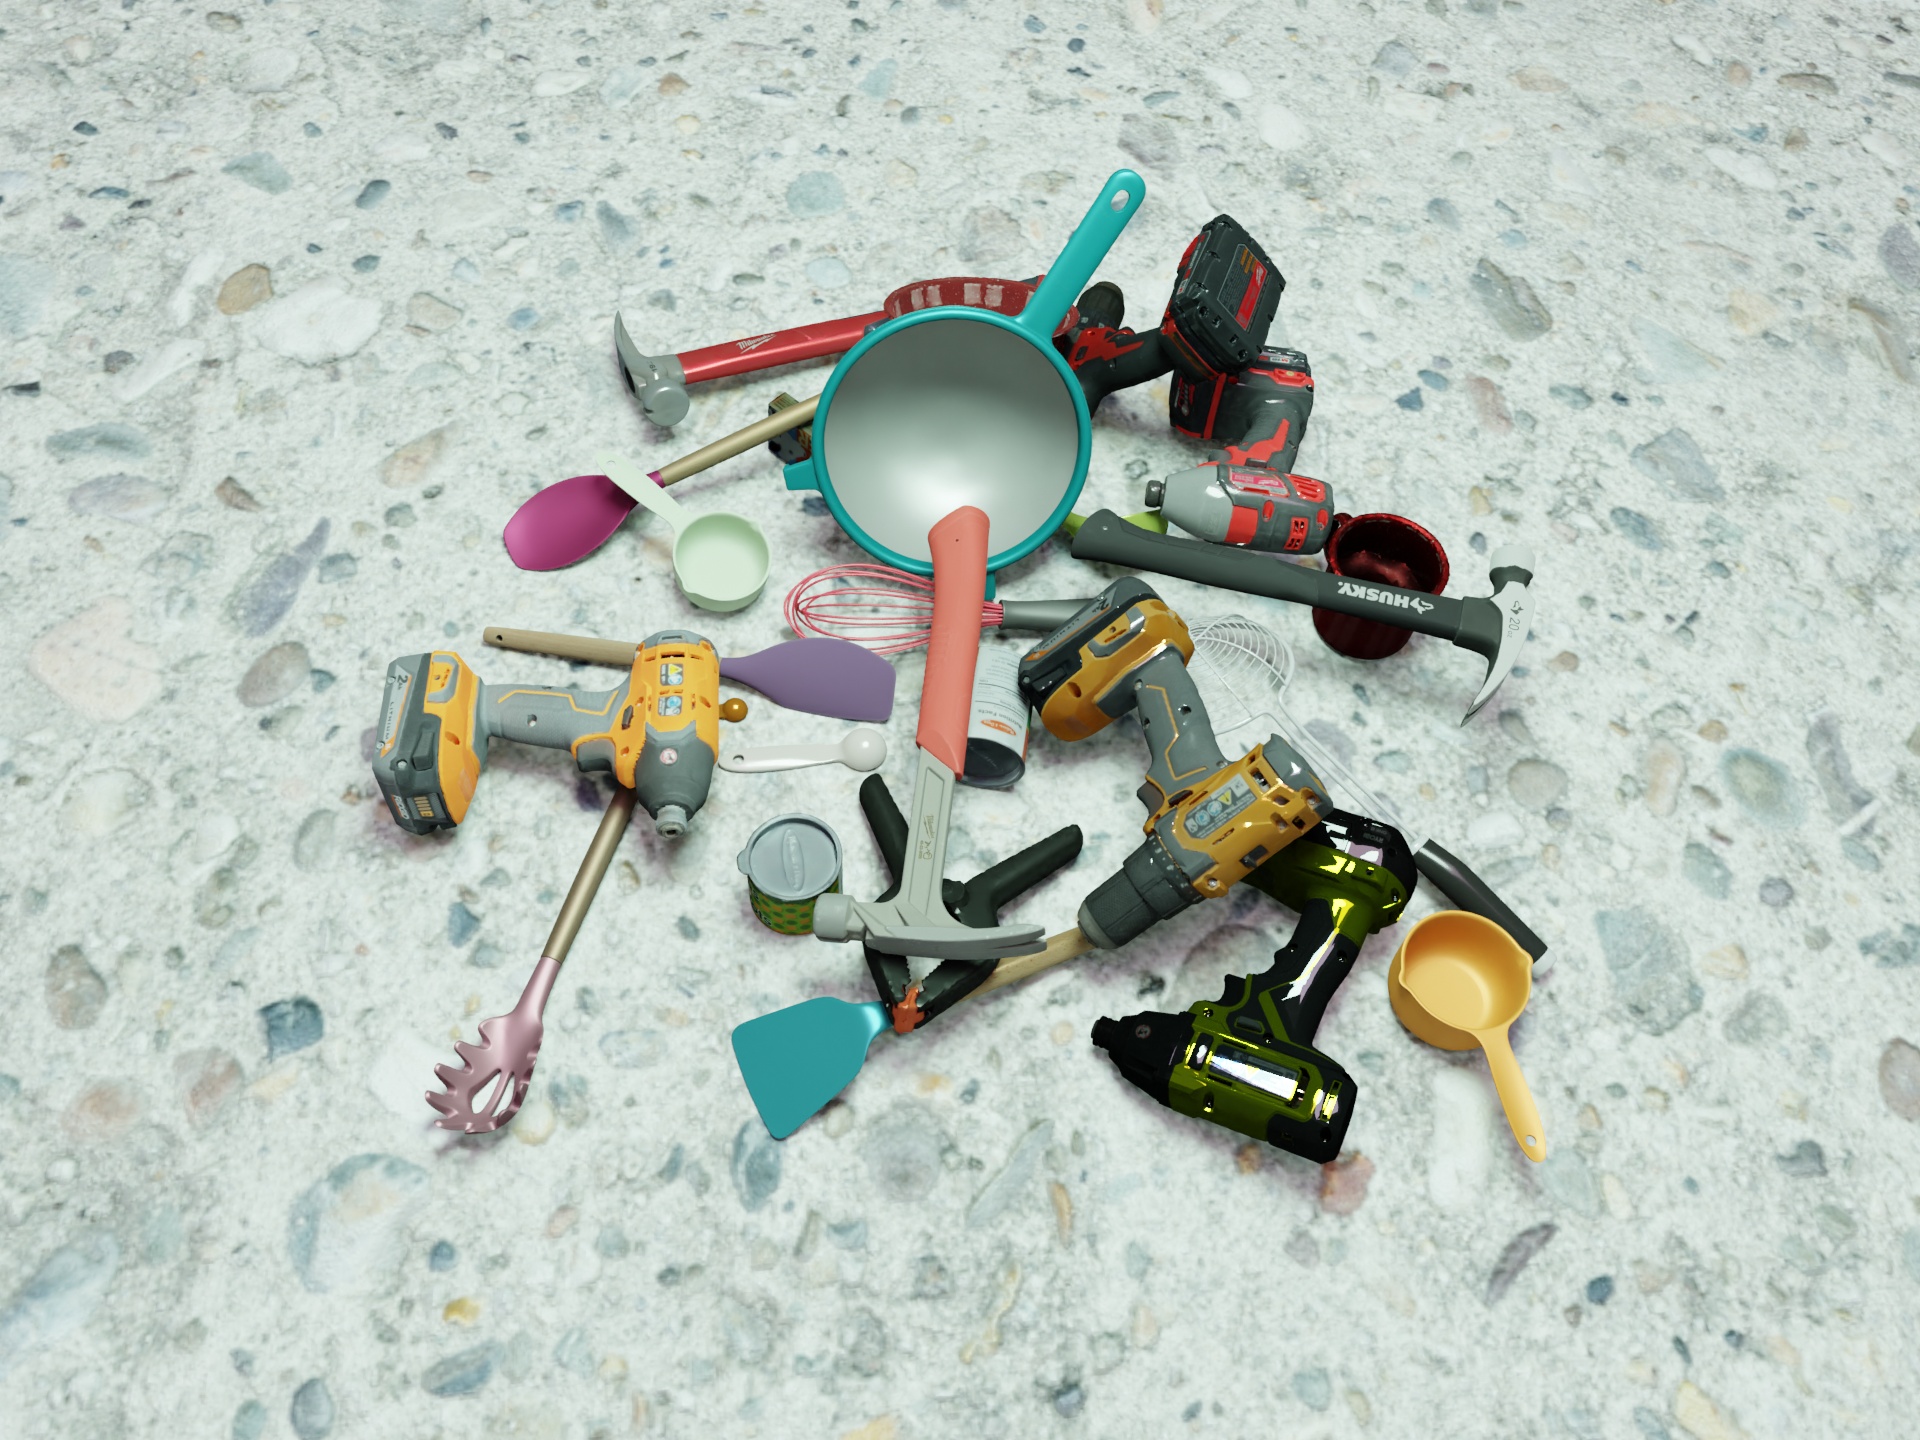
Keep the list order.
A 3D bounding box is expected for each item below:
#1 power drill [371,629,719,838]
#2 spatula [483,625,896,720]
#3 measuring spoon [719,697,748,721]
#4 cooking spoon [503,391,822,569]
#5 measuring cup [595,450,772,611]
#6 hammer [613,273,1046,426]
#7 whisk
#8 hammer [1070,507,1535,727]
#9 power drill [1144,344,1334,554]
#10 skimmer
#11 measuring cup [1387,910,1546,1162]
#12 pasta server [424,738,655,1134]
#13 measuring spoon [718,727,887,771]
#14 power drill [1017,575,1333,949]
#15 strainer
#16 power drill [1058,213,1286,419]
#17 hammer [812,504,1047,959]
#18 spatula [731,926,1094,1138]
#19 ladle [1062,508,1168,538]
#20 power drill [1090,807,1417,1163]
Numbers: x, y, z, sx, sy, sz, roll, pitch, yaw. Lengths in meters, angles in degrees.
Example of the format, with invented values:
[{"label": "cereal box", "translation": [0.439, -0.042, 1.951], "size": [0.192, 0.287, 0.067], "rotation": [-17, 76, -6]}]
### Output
[{"label": "power drill", "translation": [-0.281, 0.019, 1.105], "size": [0.226, 0.084, 0.164], "rotation": [-4, 50, -4]}, {"label": "spatula", "translation": [-0.204, -0.046, 1.195], "size": [0.316, 0.059, 0.018], "rotation": [7, 13, 4]}, {"label": "measuring spoon", "translation": [-0.216, -0.006, 1.181], "size": [0.117, 0.011, 0.021], "rotation": [-4, 58, -7]}, {"label": "cooking spoon", "translation": [-0.214, -0.203, 1.266], "size": [0.319, 0.017, 0.069], "rotation": [-26, 74, -3]}, {"label": "measuring cup", "translation": [-0.220, -0.150, 1.240], "size": [0.167, 0.038, 0.083], "rotation": [40, 68, 6]}, {"label": "hammer", "translation": [-0.105, -0.345, 1.388], "size": [0.386, 0.038, 0.143], "rotation": [-16, 46, -17]}, {"label": "whisk", "translation": [0.012, -0.083, 1.223], "size": [0.295, 0.073, 0.073], "rotation": [1, 57, -11]}, {"label": "hammer", "translation": [0.246, -0.095, 1.166], "size": [0.335, 0.035, 0.146], "rotation": [14, 62, 8]}, {"label": "power drill", "translation": [0.221, -0.218, 1.281], "size": [0.143, 0.078, 0.220], "rotation": [8, 43, 1]}, {"label": "skimmer", "translation": [0.278, 0.057, 1.167], "size": [0.127, 0.090, 0.363], "rotation": [-41, 79, -20]}, {"label": "measuring cup", "translation": [0.343, 0.215, 1.057], "size": [0.095, 0.052, 0.174], "rotation": [-8, 60, -9]}, {"label": "pasta server", "translation": [-0.267, 0.135, 1.071], "size": [0.060, 0.040, 0.316], "rotation": [10, 55, 12]}, {"label": "measuring spoon", "translation": [-0.115, 0.022, 1.166], "size": [0.124, 0.018, 0.034], "rotation": [-5, 58, -7]}, {"label": "power drill", "translation": [0.122, 0.032, 1.093], "size": [0.185, 0.084, 0.226], "rotation": [-39, 53, 11]}, {"label": "strainer", "translation": [0.027, -0.272, 1.207], "size": [0.211, 0.340, 0.095], "rotation": [30, 21, -18]}, {"label": "power drill", "translation": [0.152, -0.325, 1.309], "size": [0.080, 0.227, 0.188], "rotation": [40, 54, -26]}, {"label": "hammer", "translation": [-0.002, -0.004, 1.103], "size": [0.149, 0.036, 0.359], "rotation": [2, 56, 8]}, {"label": "spatula", "translation": [0.006, 0.180, 1.072], "size": [0.317, 0.044, 0.082], "rotation": [-18, 60, -21]}, {"label": "ladle", "translation": [0.033, -0.221, 1.314], "size": [0.320, 0.062, 0.078], "rotation": [35, 27, 21]}, {"label": "power drill", "translation": [0.200, 0.163, 1.060], "size": [0.171, 0.080, 0.223], "rotation": [17, 60, 22]}]
